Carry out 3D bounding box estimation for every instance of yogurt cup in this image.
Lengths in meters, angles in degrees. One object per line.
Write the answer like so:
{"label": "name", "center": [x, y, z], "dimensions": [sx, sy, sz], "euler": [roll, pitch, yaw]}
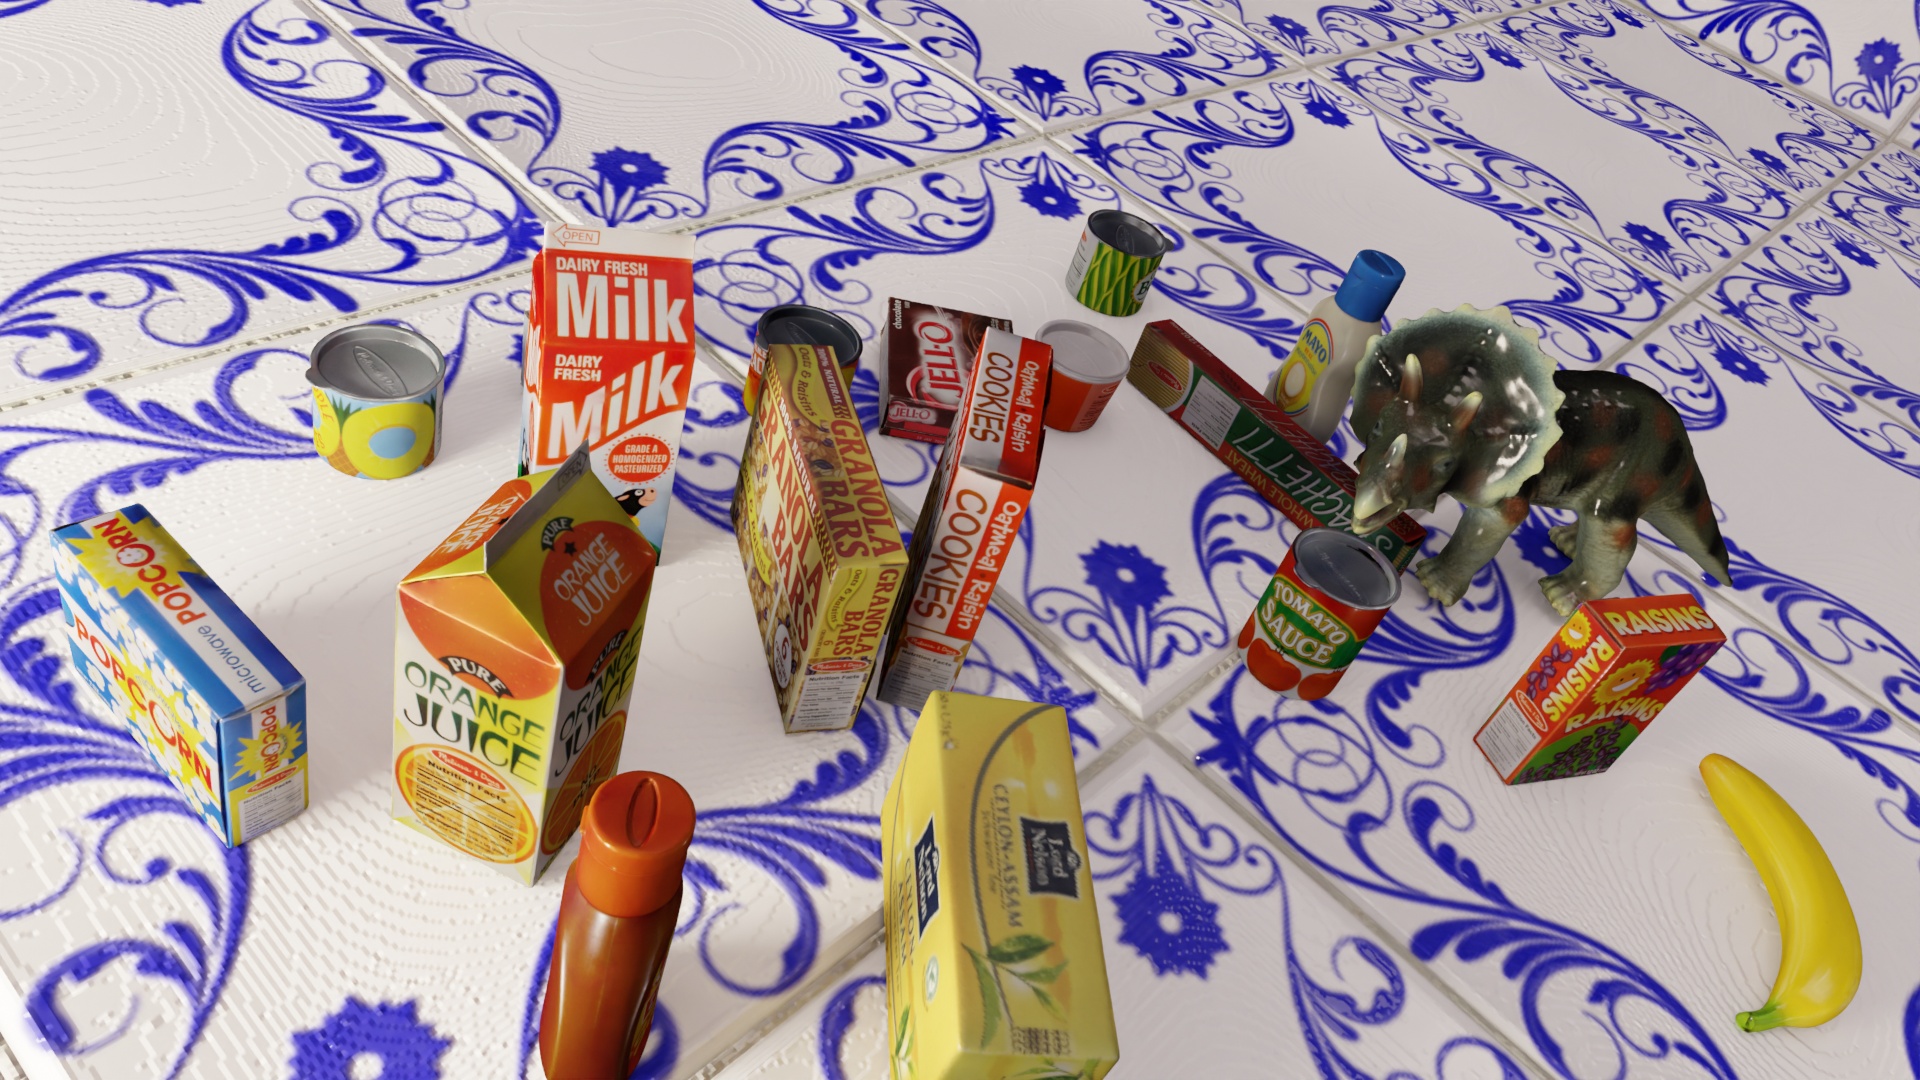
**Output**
{"label": "yogurt cup", "center": [0.076, -0.112, 0.957], "dimensions": [0.072, 0.053, 0.073], "euler": [12, 41, -10]}

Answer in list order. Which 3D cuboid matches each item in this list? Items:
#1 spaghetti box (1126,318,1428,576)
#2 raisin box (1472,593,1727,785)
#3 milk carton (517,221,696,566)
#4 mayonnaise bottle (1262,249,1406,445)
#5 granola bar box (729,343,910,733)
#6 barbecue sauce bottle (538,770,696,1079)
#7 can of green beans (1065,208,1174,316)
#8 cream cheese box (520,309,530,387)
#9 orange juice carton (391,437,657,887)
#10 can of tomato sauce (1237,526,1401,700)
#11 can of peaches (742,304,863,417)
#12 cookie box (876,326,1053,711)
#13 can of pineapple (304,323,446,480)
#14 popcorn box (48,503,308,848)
{"label": "spaghetti box", "center": [0.213, -0.062, 0.963], "dimensions": [0.029, 0.049, 0.251], "euler": [-21, 55, -38]}
{"label": "raisin box", "center": [0.369, 0.087, 0.807], "dimensions": [0.086, 0.122, 0.040], "euler": [-1, 45, -24]}
{"label": "milk carton", "center": [-0.181, -0.077, 0.704], "dimensions": [0.072, 0.189, 0.074], "euler": [0, 44, -23]}
{"label": "mayonnaise bottle", "center": [0.267, -0.137, 0.993], "dimensions": [0.041, 0.147, 0.065], "euler": [0, 45, -23]}
{"label": "granola bar box", "center": [-0.077, -0.003, 0.718], "dimensions": [0.039, 0.123, 0.166], "euler": [0, 44, -23]}
{"label": "barbecue sauce bottle", "center": [-0.128, 0.144, 0.515], "dimensions": [0.044, 0.147, 0.065], "euler": [12, 41, -11]}
{"label": "can of green beans", "center": [0.122, -0.218, 1.091], "dimensions": [0.071, 0.057, 0.071], "euler": [12, 41, -10]}
{"label": "cream cheese box", "center": [-0.216, -0.123, 0.846], "dimensions": [0.104, 0.053, 0.024], "euler": [-23, 57, -39]}
{"label": "orange juice carton", "center": [-0.178, 0.049, 0.565], "dimensions": [0.073, 0.191, 0.072], "euler": [25, 40, 5]}
{"label": "can of tomato sauce", "center": [0.208, 0.045, 0.817], "dimensions": [0.071, 0.082, 0.071], "euler": [12, 41, -10]}
{"label": "can of peaches", "center": [-0.102, -0.106, 0.872], "dimensions": [0.071, 0.057, 0.071], "euler": [12, 41, -10]}
{"label": "cookie box", "center": [0.003, -0.009, 0.725], "dimensions": [0.040, 0.166, 0.123], "euler": [16, 40, -5]}
{"label": "can of pineapple", "center": [-0.315, -0.074, 0.748], "dimensions": [0.071, 0.057, 0.071], "euler": [12, 41, -10]}
{"label": "popcorn box", "center": [-0.324, 0.056, 0.579], "dimensions": [0.127, 0.084, 0.038], "euler": [38, 43, 20]}
